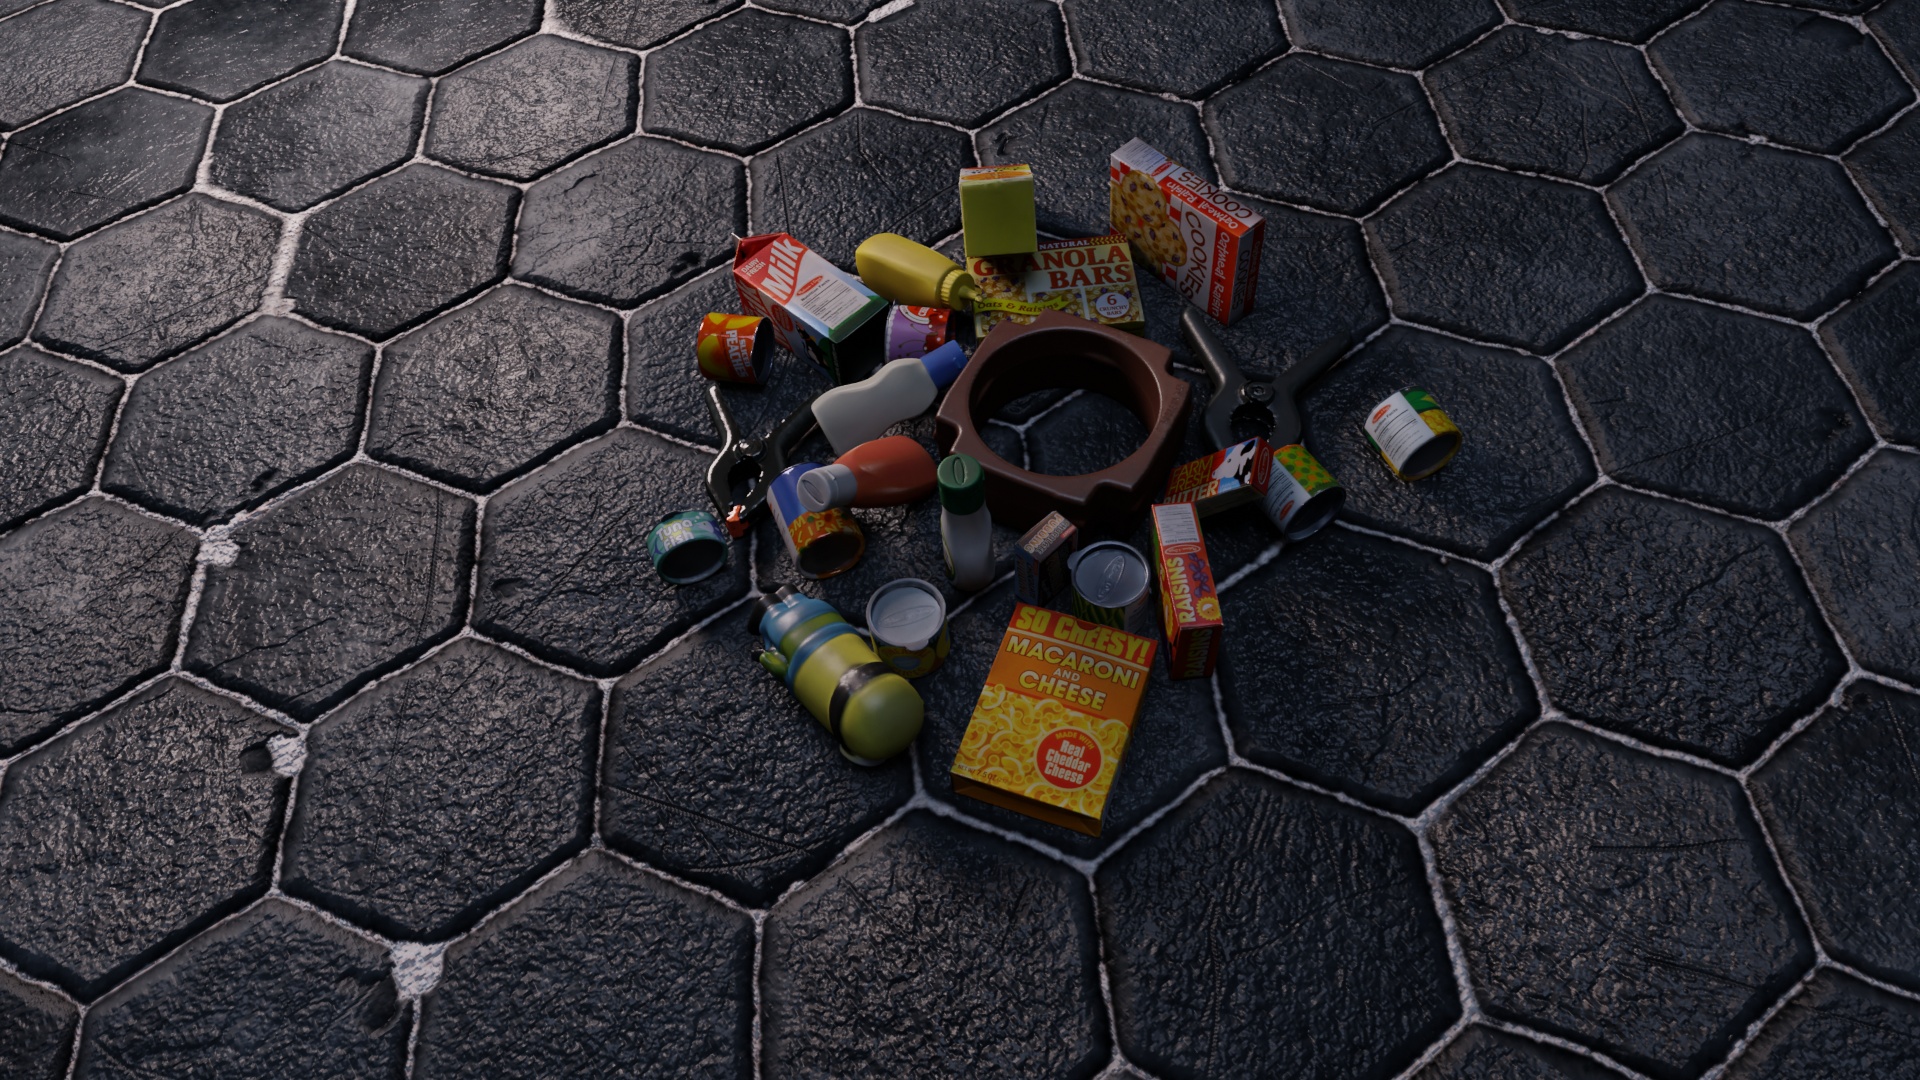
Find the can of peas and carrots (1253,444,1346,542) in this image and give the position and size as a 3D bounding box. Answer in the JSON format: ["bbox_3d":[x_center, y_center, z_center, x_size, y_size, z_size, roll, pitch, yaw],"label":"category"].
[{"bbox_3d":[0.294,-0.042,1.216,0.071,0.070,0.059,-27,57,-14],"label":"can of peas and carrots"}]

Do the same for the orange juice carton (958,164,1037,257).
[{"bbox_3d":[0.038,-0.338,1.406,0.072,0.072,0.193,-4,20,2],"label":"orange juice carton"}]

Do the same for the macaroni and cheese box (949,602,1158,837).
[{"bbox_3d":[0.078,0.140,1.119,0.124,0.040,0.167,15,58,13],"label":"macaroni and cheese box"}]

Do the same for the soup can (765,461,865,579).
[{"bbox_3d":[-0.125,-0.019,1.227,0.071,0.071,0.084,-21,57,-10],"label":"soup can"}]

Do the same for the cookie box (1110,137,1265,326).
[{"bbox_3d":[0.220,-0.303,1.366,0.040,0.122,0.168,-38,61,-19],"label":"cookie box"}]

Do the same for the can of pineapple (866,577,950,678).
[{"bbox_3d":[-0.043,0.076,1.161,0.071,0.057,0.071,-2,55,3],"label":"can of pineapple"}]

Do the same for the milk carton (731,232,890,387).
[{"bbox_3d":[-0.159,-0.238,1.380,0.191,0.072,0.074,37,65,24],"label":"milk carton"}]

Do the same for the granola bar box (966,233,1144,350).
[{"bbox_3d":[0.093,-0.244,1.385,0.166,0.039,0.125,-6,55,0],"label":"granola bar box"}]

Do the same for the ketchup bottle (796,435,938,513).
[{"bbox_3d":[-0.082,-0.055,1.216,0.065,0.043,0.149,47,31,16],"label":"ketchup bottle"}]

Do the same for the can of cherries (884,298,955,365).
[{"bbox_3d":[-0.038,-0.196,1.342,0.058,0.071,0.072,7,56,9],"label":"can of cherries"}]

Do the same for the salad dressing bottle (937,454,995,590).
[{"bbox_3d":[0.004,-0.015,1.166,0.044,0.147,0.064,-6,55,0],"label":"salad dressing bottle"}]

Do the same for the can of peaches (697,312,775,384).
[{"bbox_3d":[-0.218,-0.186,1.349,0.058,0.071,0.071,7,56,10],"label":"can of peaches"}]

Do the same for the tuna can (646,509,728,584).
[{"bbox_3d":[-0.240,0.005,1.217,0.071,0.070,0.033,-22,58,-11],"label":"tuna can"}]

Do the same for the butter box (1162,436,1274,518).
[{"bbox_3d":[0.223,-0.050,1.213,0.103,0.024,0.053,-21,41,46],"label":"butter box"}]

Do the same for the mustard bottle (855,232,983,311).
[{"bbox_3d":[-0.034,-0.258,1.375,0.160,0.065,0.049,27,60,35],"label":"mustard bottle"}]

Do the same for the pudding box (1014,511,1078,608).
[{"bbox_3d":[0.073,0.018,1.178,0.030,0.083,0.050,39,66,23],"label":"pudding box"}]

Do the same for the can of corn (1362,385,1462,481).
[{"bbox_3d":[0.407,-0.095,1.245,0.071,0.070,0.058,-22,57,-10],"label":"can of corn"}]

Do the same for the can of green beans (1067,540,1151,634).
[{"bbox_3d":[0.126,0.043,1.172,0.071,0.057,0.071,-2,56,3],"label":"can of green beans"}]

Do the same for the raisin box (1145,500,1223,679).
[{"bbox_3d":[0.184,0.042,1.152,0.040,0.085,0.124,-6,55,-2],"label":"raisin box"}]

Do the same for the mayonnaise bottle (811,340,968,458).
[{"bbox_3d":[-0.062,-0.136,1.293,0.148,0.064,0.041,-29,16,-2],"label":"mayonnaise bottle"}]
